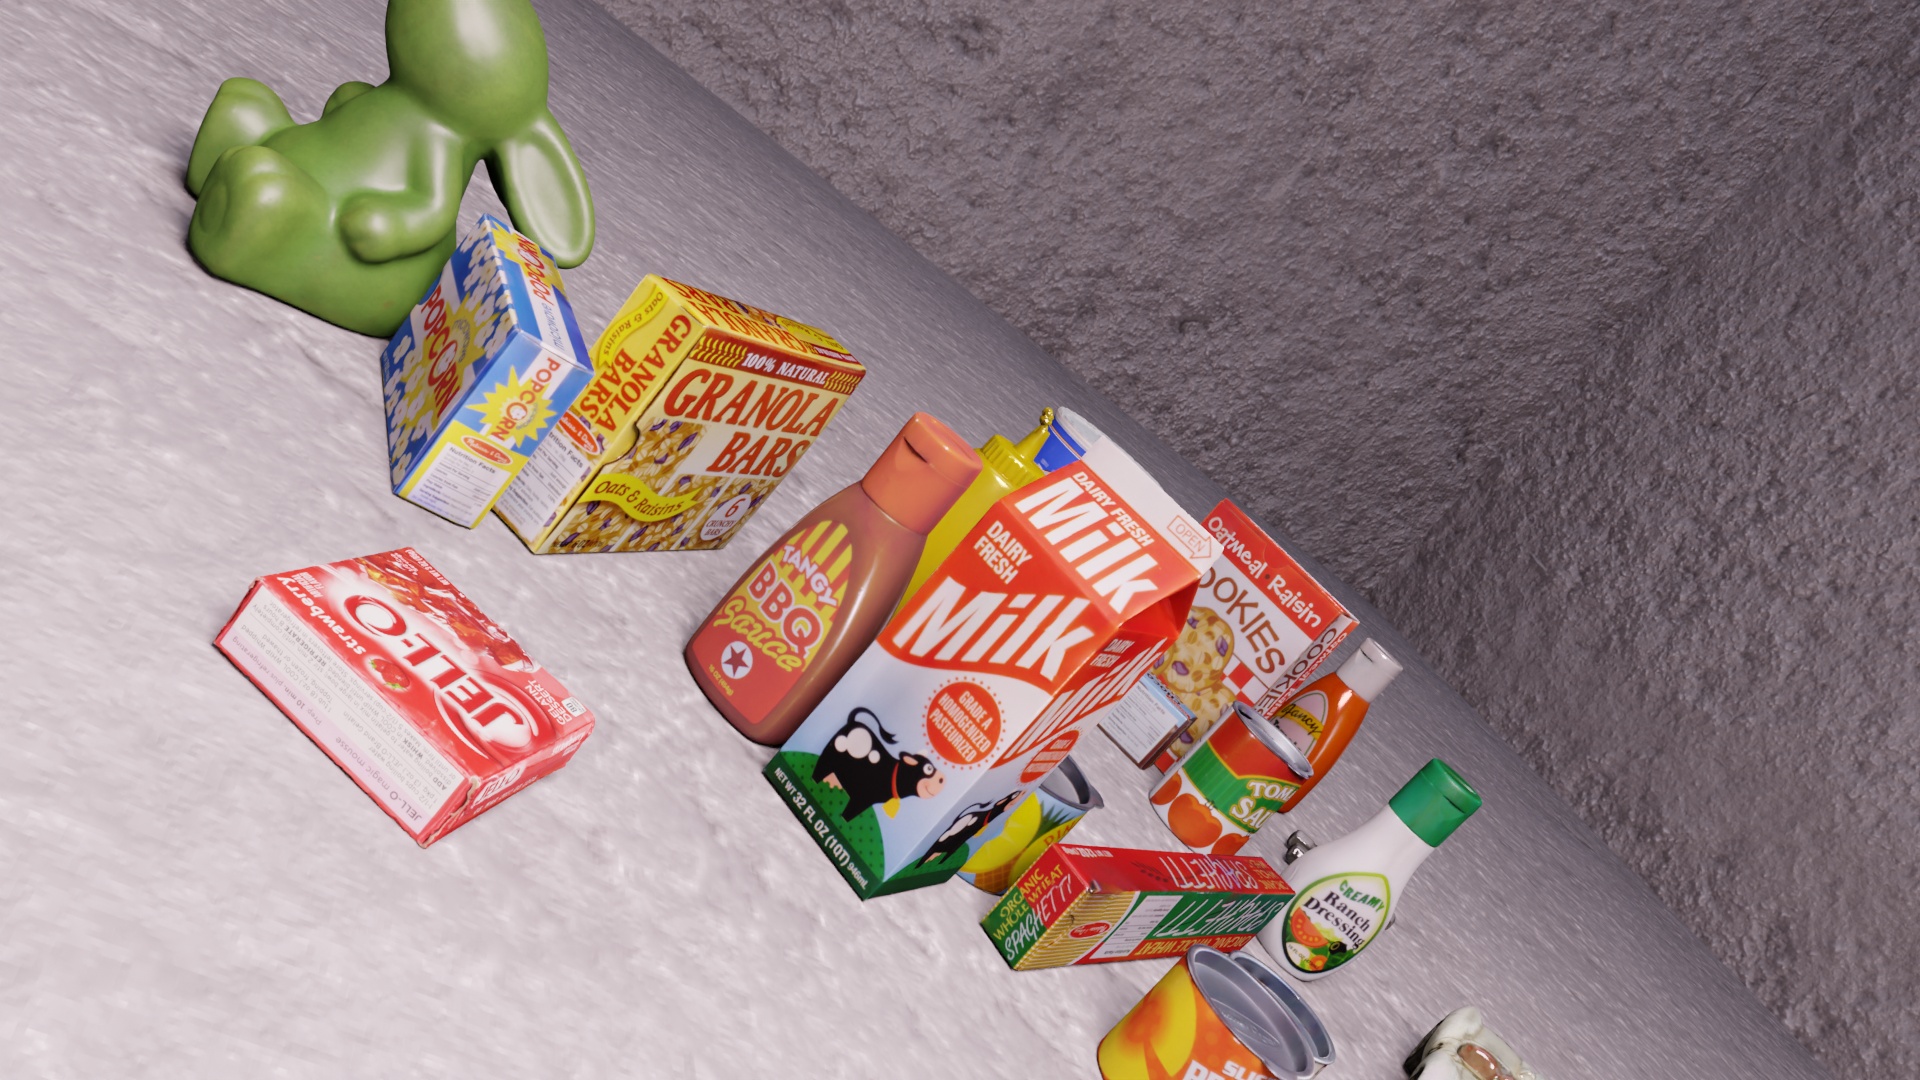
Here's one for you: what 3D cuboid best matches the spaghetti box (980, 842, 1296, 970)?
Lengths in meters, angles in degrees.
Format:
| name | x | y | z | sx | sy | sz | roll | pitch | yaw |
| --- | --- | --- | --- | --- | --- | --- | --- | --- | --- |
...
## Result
| name | x | y | z | sx | sy | sz | roll | pitch | yaw |
| --- | --- | --- | --- | --- | --- | --- | --- | --- | --- |
| spaghetti box | 0.096 | 0.177 | 0.671 | 0.029 | 0.050 | 0.250 | 49 | 15 | 32 |

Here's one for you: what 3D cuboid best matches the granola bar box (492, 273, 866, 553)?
| name | x | y | z | sx | sy | sz | roll | pitch | yaw |
| --- | --- | --- | --- | --- | --- | --- | --- | --- | --- |
| granola bar box | -0.124 | -0.051 | 0.643 | 0.039 | 0.124 | 0.166 | 44 | 13 | 14 |

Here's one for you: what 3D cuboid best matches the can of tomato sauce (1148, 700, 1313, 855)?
| name | x | y | z | sx | sy | sz | roll | pitch | yaw |
| --- | --- | --- | --- | --- | --- | --- | --- | --- | --- |
| can of tomato sauce | 0.172 | 0.155 | 0.881 | 0.071 | 0.083 | 0.071 | 38 | 13 | -10 |

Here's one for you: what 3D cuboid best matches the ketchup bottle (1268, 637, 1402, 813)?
| name | x | y | z | sx | sy | sz | roll | pitch | yaw |
| --- | --- | --- | --- | --- | --- | --- | --- | --- | --- |
| ketchup bottle | 0.282 | 0.142 | 1.090 | 0.043 | 0.148 | 0.065 | 30 | 16 | -40 |

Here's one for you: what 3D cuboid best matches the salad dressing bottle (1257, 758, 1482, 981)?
| name | x | y | z | sx | sy | sz | roll | pitch | yaw |
| --- | --- | --- | --- | --- | --- | --- | --- | --- | --- |
| salad dressing bottle | 0.236 | 0.189 | 0.804 | 0.064 | 0.147 | 0.044 | 39 | 13 | -7 |

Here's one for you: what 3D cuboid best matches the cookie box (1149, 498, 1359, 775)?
| name | x | y | z | sx | sy | sz | roll | pitch | yaw |
| --- | --- | --- | --- | --- | --- | --- | --- | --- | --- |
| cookie box | 0.175 | 0.073 | 0.973 | 0.123 | 0.167 | 0.040 | 49 | 15 | 33 |

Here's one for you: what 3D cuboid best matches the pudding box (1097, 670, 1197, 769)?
| name | x | y | z | sx | sy | sz | roll | pitch | yaw |
| --- | --- | --- | --- | --- | --- | --- | --- | --- | --- |
| pudding box | 0.113 | 0.109 | 0.945 | 0.084 | 0.049 | 0.030 | 45 | 13 | 18 |

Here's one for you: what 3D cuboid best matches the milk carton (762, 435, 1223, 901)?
| name | x | y | z | sx | sy | sz | roll | pitch | yaw |
| --- | --- | --- | --- | --- | --- | --- | --- | --- | --- |
| milk carton | 0.017 | 0.050 | 0.555 | 0.072 | 0.190 | 0.073 | 46 | 14 | 24 |

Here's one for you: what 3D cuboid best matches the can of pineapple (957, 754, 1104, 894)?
| name | x | y | z | sx | sy | sz | roll | pitch | yaw |
| --- | --- | --- | --- | --- | --- | --- | --- | --- | --- |
| can of pineapple | 0.020 | 0.119 | 0.631 | 0.071 | 0.057 | 0.071 | 38 | 13 | -10 |

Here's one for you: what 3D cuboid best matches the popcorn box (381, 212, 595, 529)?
| name | x | y | z | sx | sy | sz | roll | pitch | yaw |
| --- | --- | --- | --- | --- | --- | --- | --- | --- | --- |
| popcorn box | -0.202 | -0.074 | 0.585 | 0.038 | 0.085 | 0.127 | 31 | 16 | -37 |

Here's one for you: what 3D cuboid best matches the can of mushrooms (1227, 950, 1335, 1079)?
| name | x | y | z | sx | sy | sz | roll | pitch | yaw |
| --- | --- | --- | --- | --- | --- | --- | --- | --- | --- |
| can of mushrooms | 0.140 | 0.229 | 0.655 | 0.071 | 0.033 | 0.071 | 38 | 13 | -10 |

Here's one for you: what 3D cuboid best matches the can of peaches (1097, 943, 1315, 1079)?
| name | x | y | z | sx | sy | sz | roll | pitch | yaw |
| --- | --- | --- | --- | --- | --- | --- | --- | --- | --- |
| can of peaches | 0.098 | 0.208 | 0.555 | 0.071 | 0.058 | 0.071 | 38 | 13 | -10 |

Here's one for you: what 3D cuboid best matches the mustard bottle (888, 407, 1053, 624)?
| name | x | y | z | sx | sy | sz | roll | pitch | yaw |
| --- | --- | --- | --- | --- | --- | --- | --- | --- | --- |
| mustard bottle | 0.003 | -0.010 | 0.781 | 0.049 | 0.160 | 0.065 | 39 | 13 | -6 |

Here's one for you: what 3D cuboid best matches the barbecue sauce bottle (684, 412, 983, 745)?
| name | x | y | z | sx | sy | sz | roll | pitch | yaw |
| --- | --- | --- | --- | --- | --- | --- | --- | --- | --- |
| barbecue sauce bottle | -0.050 | 0.013 | 0.581 | 0.065 | 0.148 | 0.043 | 47 | 14 | 26 |
